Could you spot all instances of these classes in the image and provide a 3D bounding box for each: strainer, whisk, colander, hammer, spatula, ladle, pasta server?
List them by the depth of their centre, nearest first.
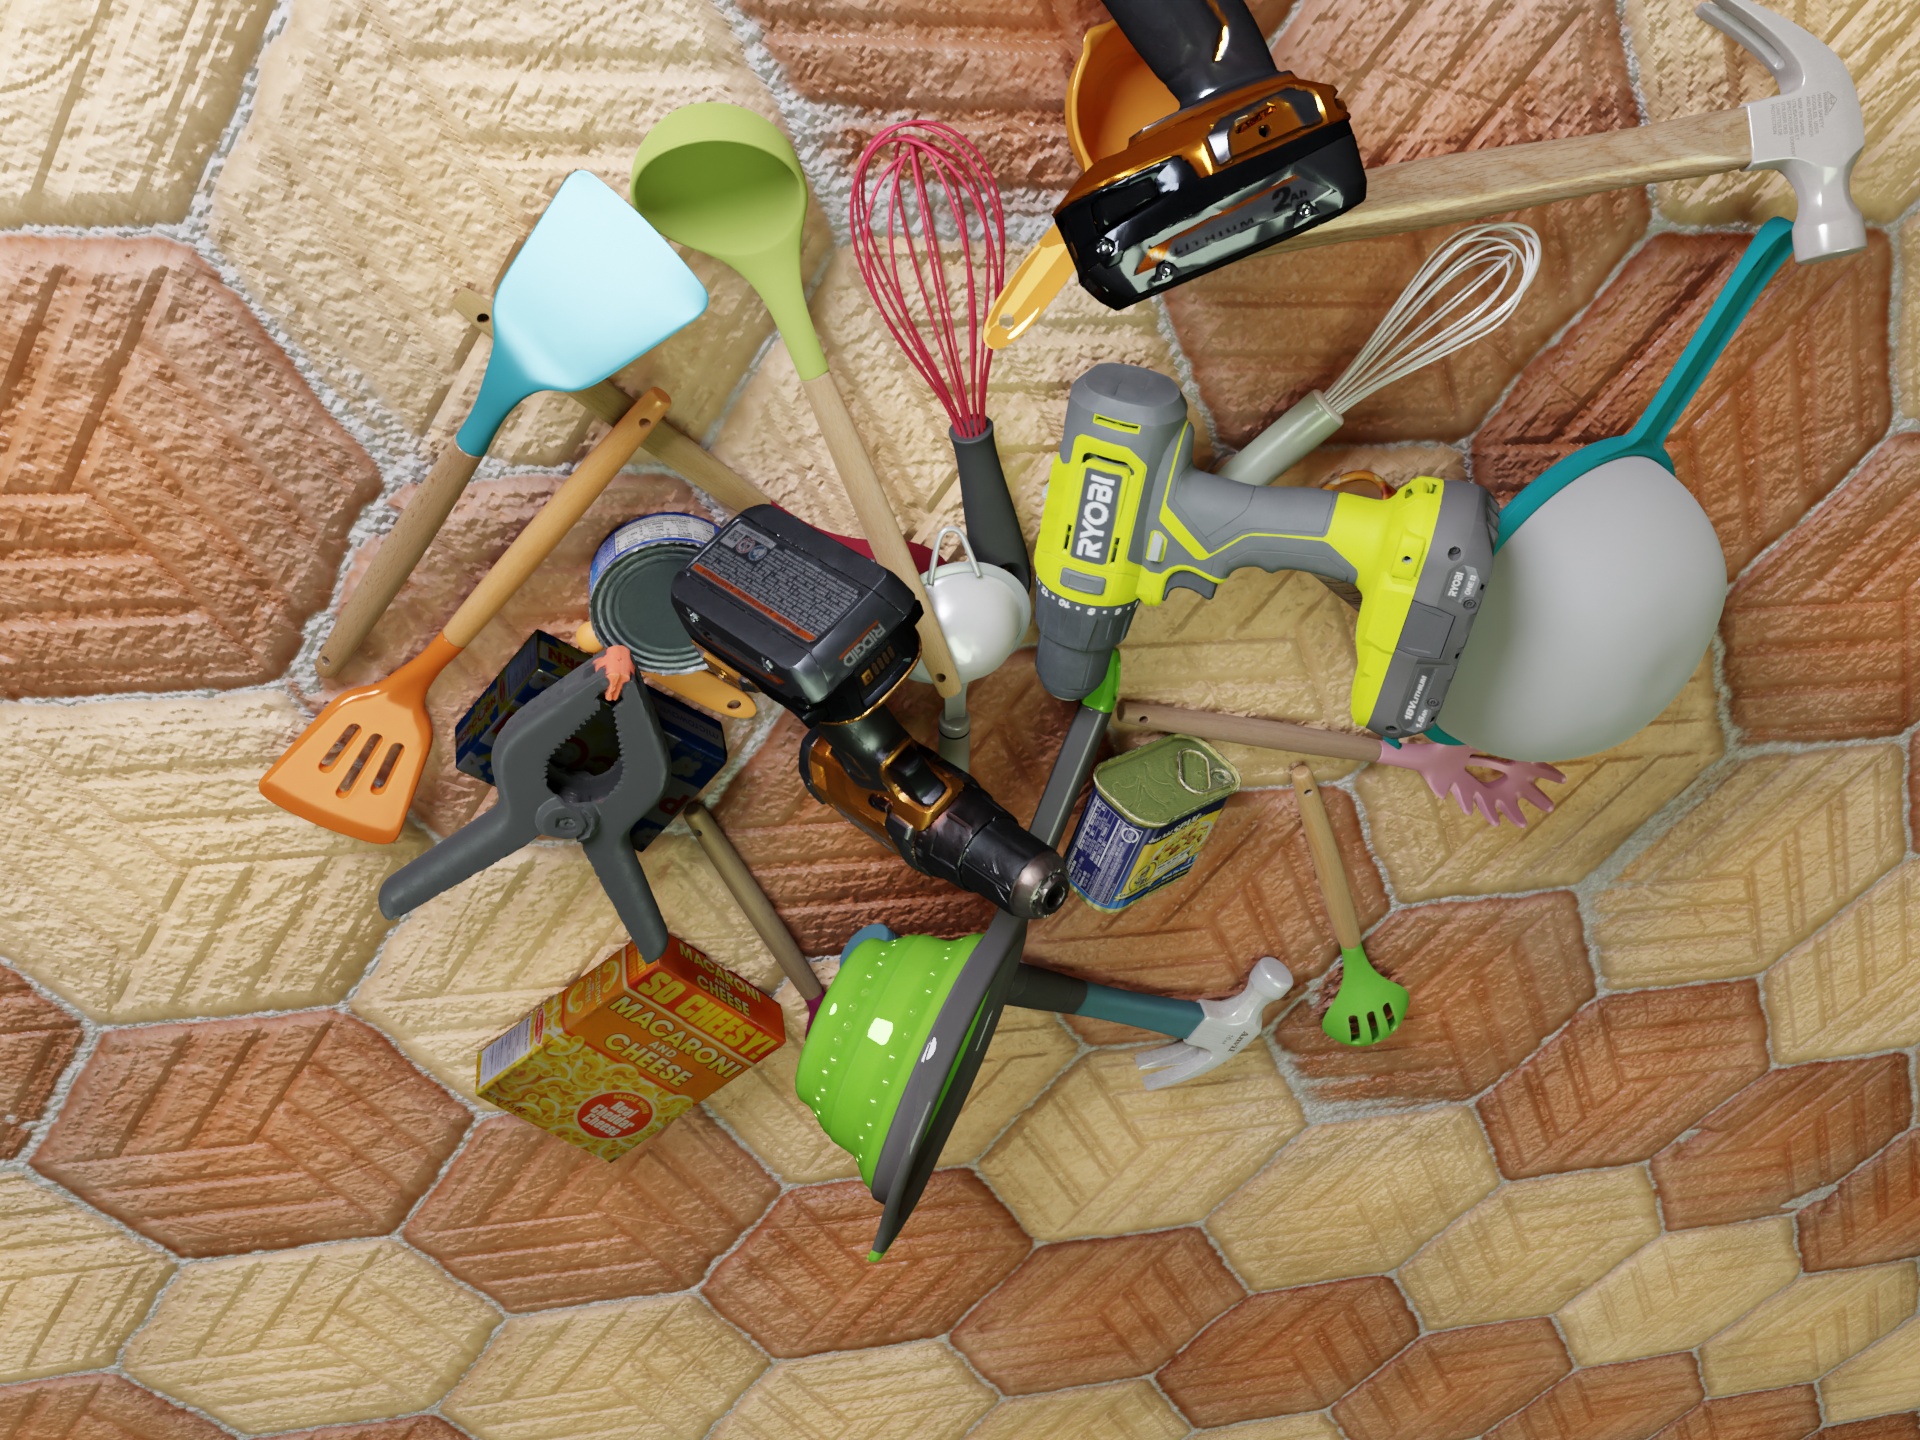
[{"bbox_3d":[-0.063,-0.136,0.761,0.078,0.062,0.319,-11,121,21],"label":"ladle"},{"bbox_3d":[-0.239,-0.118,0.766,0.082,0.044,0.317,45,125,-4],"label":"spatula"},{"bbox_3d":[0.262,-0.263,0.768,0.331,0.031,0.130,-9,95,3],"label":"hammer"},{"bbox_3d":[0.003,-0.162,0.798,0.073,0.073,0.295,-16,137,-1],"label":"whisk"},{"bbox_3d":[-0.121,-0.123,0.817,0.315,0.031,0.069,33,112,-32],"label":"ladle"},{"bbox_3d":[-0.248,-0.052,0.822,0.081,0.041,0.322,30,121,-32],"label":"spatula"},{"bbox_3d":[0.203,-0.172,0.847,0.246,0.058,0.059,-40,136,24],"label":"whisk"},{"bbox_3d":[0.388,-0.101,0.882,0.211,0.095,0.340,-4,129,-40],"label":"strainer"},{"bbox_3d":[-0.001,-0.003,0.920,0.087,0.050,0.258,-11,142,-9],"label":"strainer"},{"bbox_3d":[-0.011,0.127,0.976,0.094,0.204,0.397,23,99,10],"label":"colander"},{"bbox_3d":[0.247,0.019,1.022,0.316,0.040,0.060,9,114,-19],"label":"pasta server"},{"bbox_3d":[0.072,0.192,1.122,0.330,0.033,0.128,16,122,-25],"label":"hammer"}]

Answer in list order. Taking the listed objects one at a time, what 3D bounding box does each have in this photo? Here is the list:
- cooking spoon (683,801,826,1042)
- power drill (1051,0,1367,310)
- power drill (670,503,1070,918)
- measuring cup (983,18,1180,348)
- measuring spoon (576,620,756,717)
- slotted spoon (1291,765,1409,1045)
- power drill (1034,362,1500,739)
[{"bbox_3d":[-0.108,0.165,1.057,0.069,0.017,0.318,0,136,28],"label":"cooking spoon"},{"bbox_3d":[0.055,-0.288,0.641,0.164,0.084,0.226,-22,99,4],"label":"power drill"},{"bbox_3d":[-0.038,0.009,0.827,0.084,0.185,0.226,-46,142,-16],"label":"power drill"},{"bbox_3d":[0.064,-0.243,0.725,0.095,0.052,0.173,36,104,-14],"label":"measuring cup"},{"bbox_3d":[-0.163,-0.025,0.894,0.116,0.011,0.021,27,118,-32],"label":"measuring spoon"},{"bbox_3d":[0.273,0.143,1.139,0.070,0.031,0.313,-22,129,4],"label":"slotted spoon"},{"bbox_3d":[0.150,-0.072,0.846,0.228,0.080,0.190,16,126,10],"label":"power drill"}]
